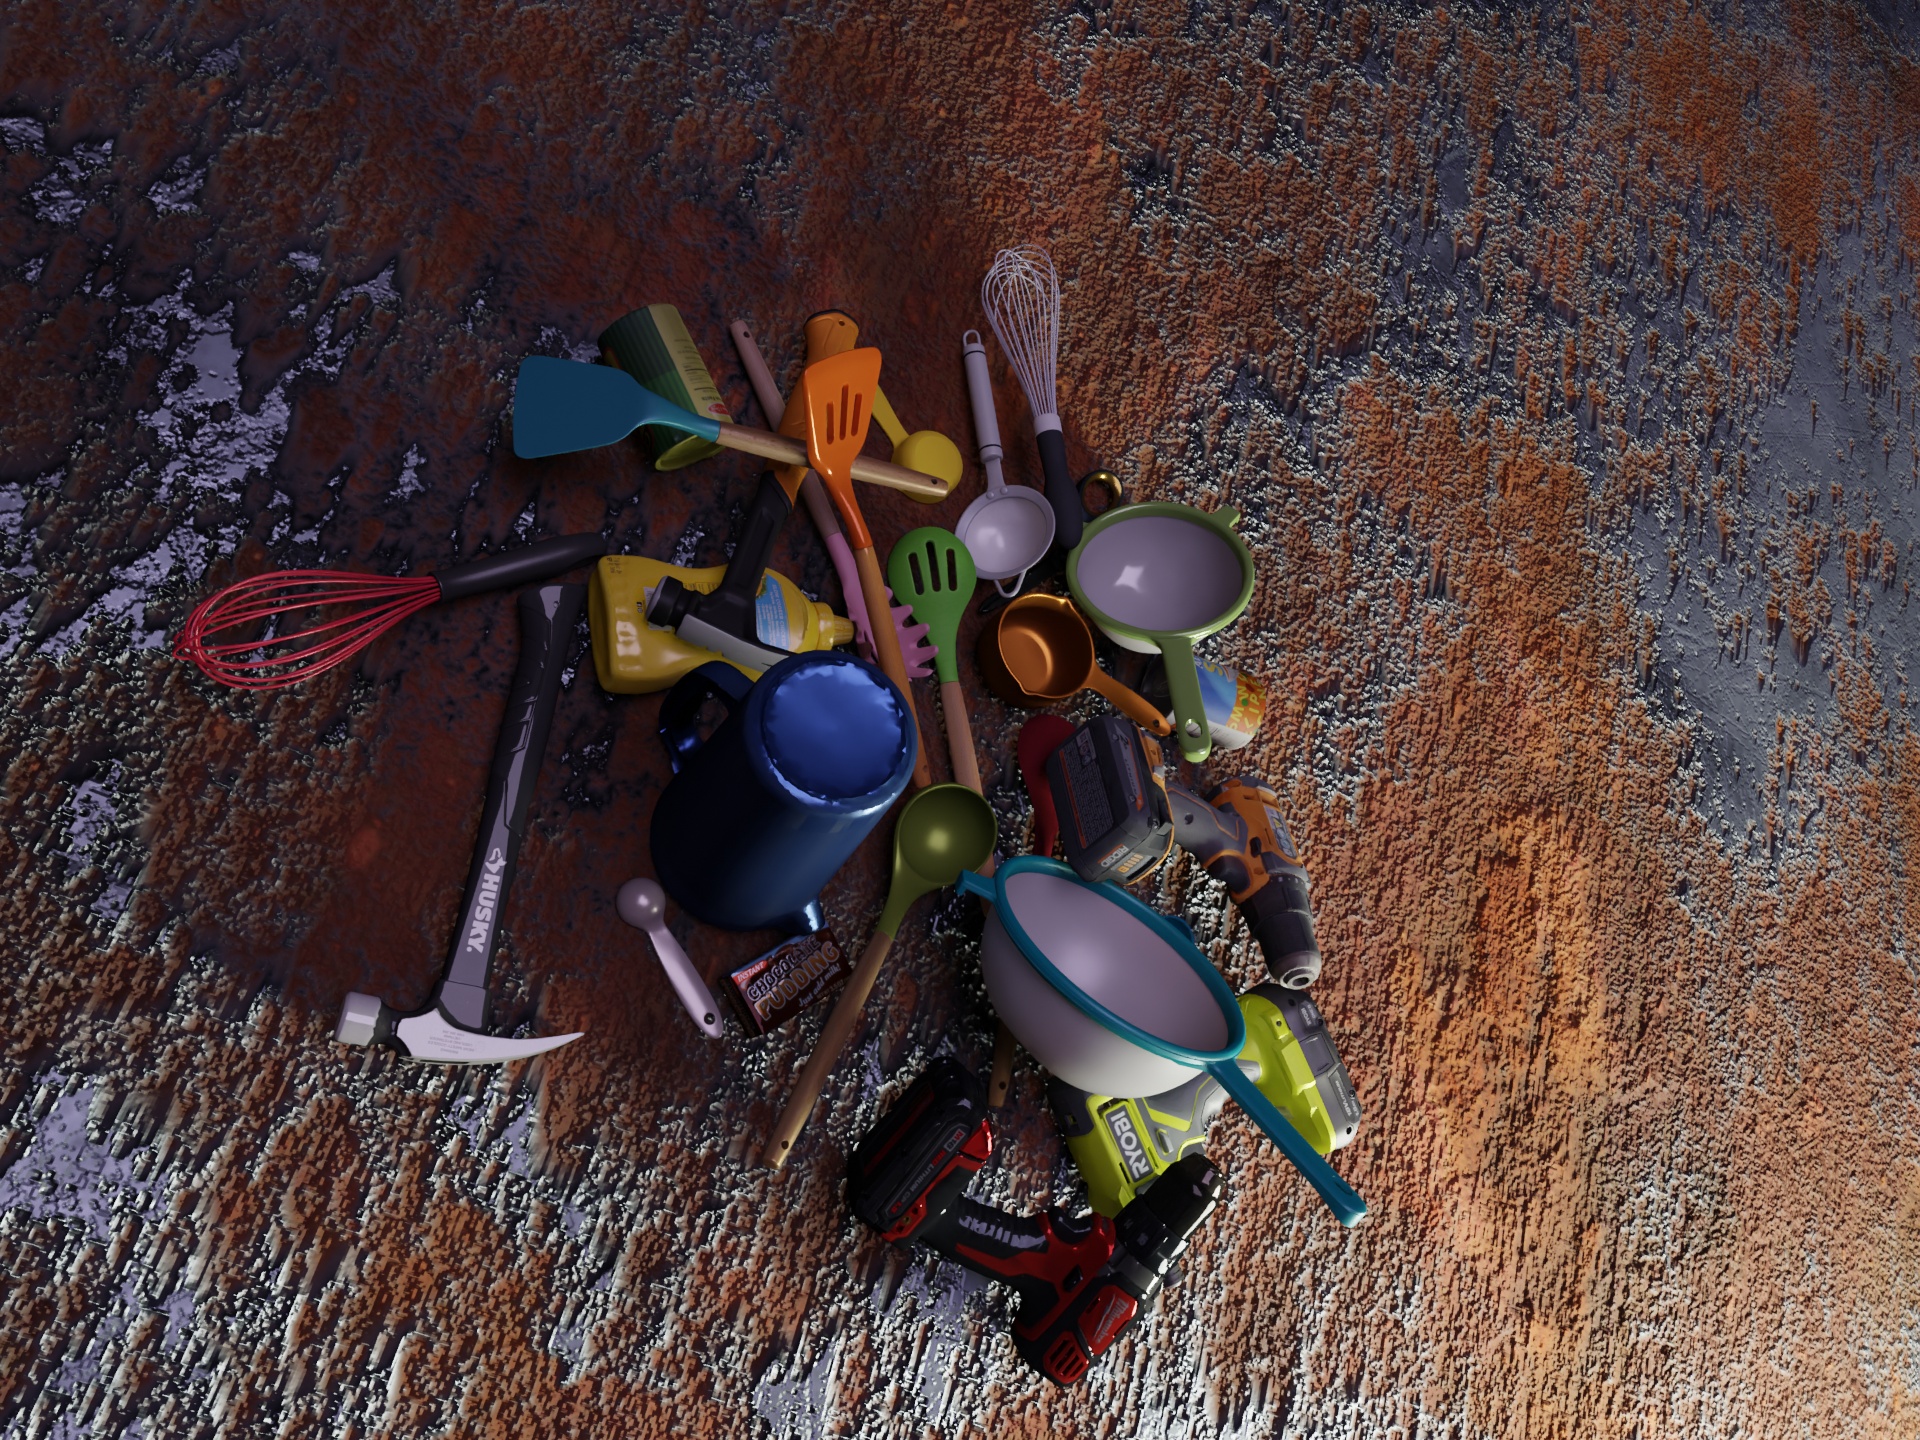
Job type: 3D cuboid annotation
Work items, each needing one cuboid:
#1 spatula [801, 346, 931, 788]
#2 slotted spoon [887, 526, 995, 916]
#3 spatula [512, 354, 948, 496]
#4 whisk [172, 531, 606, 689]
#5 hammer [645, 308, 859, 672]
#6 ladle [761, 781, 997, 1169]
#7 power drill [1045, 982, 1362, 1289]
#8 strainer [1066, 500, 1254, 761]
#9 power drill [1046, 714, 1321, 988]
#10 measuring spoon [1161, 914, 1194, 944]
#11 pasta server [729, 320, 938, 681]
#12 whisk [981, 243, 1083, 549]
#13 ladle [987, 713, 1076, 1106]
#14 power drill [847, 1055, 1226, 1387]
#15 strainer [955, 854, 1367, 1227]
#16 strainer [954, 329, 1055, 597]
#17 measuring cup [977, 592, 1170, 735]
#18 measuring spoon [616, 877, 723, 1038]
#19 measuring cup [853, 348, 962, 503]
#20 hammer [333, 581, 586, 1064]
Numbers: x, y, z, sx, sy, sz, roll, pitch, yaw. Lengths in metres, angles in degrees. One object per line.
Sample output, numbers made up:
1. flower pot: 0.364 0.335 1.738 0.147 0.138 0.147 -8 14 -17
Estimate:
1. spatula: -0.058 -0.102 1.146 0.081 0.041 0.322 -29 111 -45
2. slotted spoon: -0.002 -0.004 1.231 0.070 0.031 0.314 -9 81 -7
3. spatula: -0.154 -0.196 1.133 0.317 0.044 0.082 10 63 -28
4. whisk: -0.364 -0.082 1.046 0.296 0.073 0.073 -21 85 -37
5. hammer: -0.122 -0.181 1.175 0.127 0.034 0.337 24 54 -14
6. ladle: -0.057 0.168 1.099 0.078 0.062 0.320 45 47 -19
7. power drill: 0.190 0.310 1.212 0.223 0.080 0.171 -21 84 -28
8. strainer: 0.165 -0.062 1.268 0.151 0.069 0.257 -5 54 -2
9. power drill: 0.183 0.105 1.223 0.226 0.084 0.186 22 40 -34
10. measuring spoon: 0.123 0.181 1.253 0.128 0.021 0.042 -5 77 -20
11. pasta server: -0.106 -0.169 1.224 0.060 0.040 0.316 -20 84 -40
12. whisk: 0.068 -0.272 1.320 0.070 0.070 0.285 1 69 -28
13. ladle: 0.054 0.138 1.221 0.069 0.031 0.316 21 67 -22
14. power drill: 0.055 0.329 1.092 0.226 0.080 0.188 41 92 -12
15. strainer: 0.130 0.237 1.100 0.341 0.095 0.211 46 22 29
16. strainer: 0.028 -0.211 1.307 0.050 0.087 0.259 39 40 -64
17. measuring cup: 0.090 -0.030 1.278 0.173 0.052 0.095 34 62 -18
18. measuring spoon: -0.193 0.162 1.083 0.034 0.018 0.124 -30 91 -32
19. measuring cup: -0.053 -0.247 1.280 0.062 0.029 0.156 -37 95 -32
20. hammer: -0.295 0.061 1.051 0.146 0.035 0.335 17 67 -22
